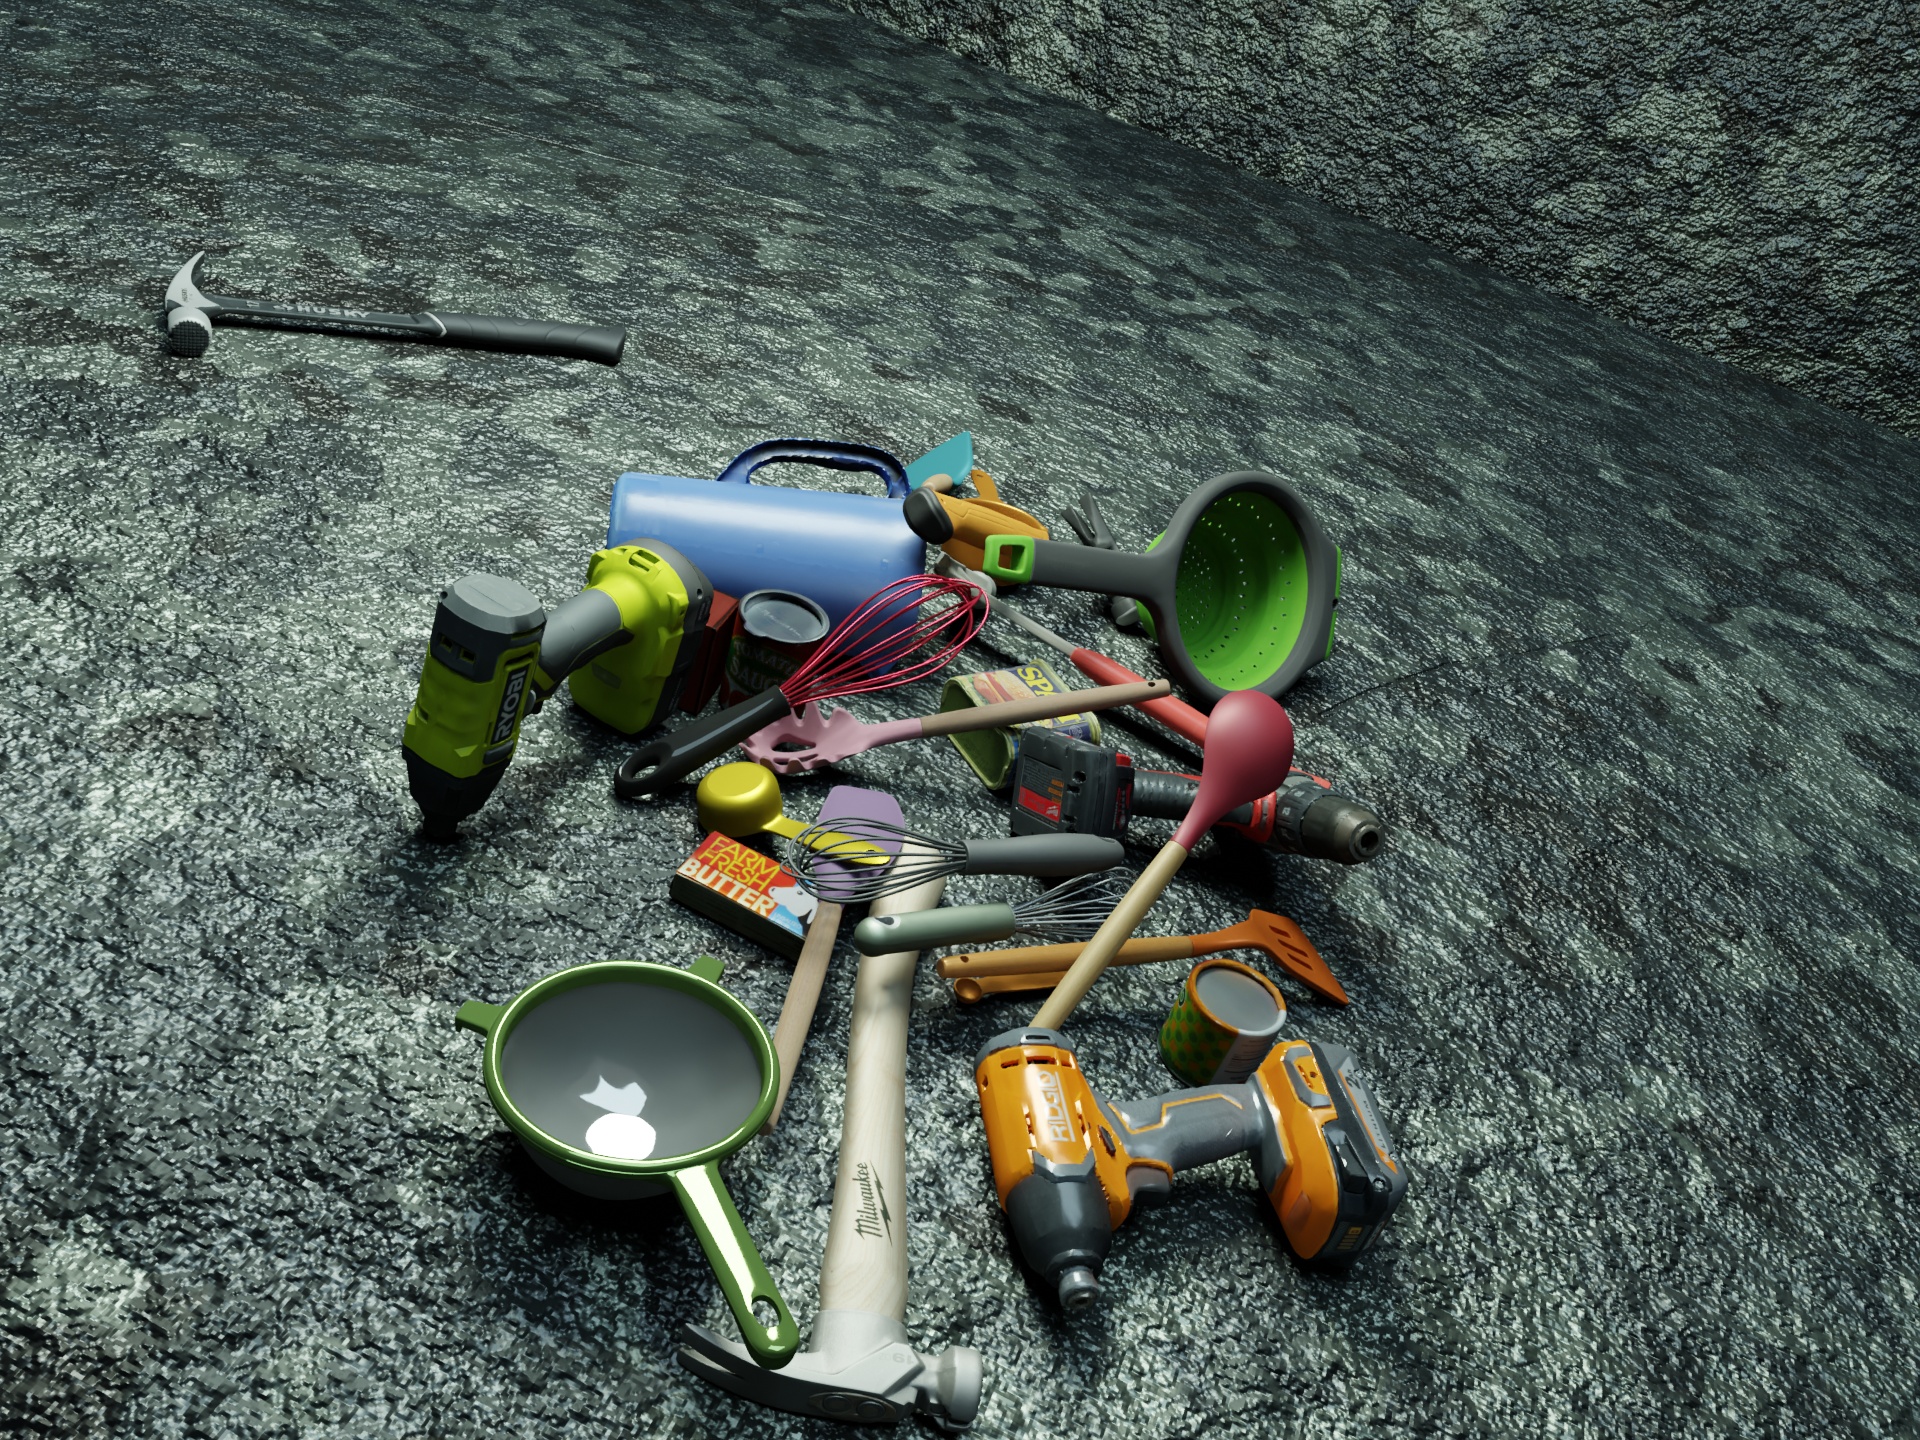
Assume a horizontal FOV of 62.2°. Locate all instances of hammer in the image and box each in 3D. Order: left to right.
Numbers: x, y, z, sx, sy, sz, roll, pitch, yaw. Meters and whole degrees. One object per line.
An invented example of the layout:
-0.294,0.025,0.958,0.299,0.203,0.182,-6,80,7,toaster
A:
-0.511,-0.370,1.474,0.408,0.036,0.149,-1,39,-28,hammer
-0.057,0.202,0.916,0.146,0.038,0.411,13,35,-7,hammer
0.052,-0.153,1.309,0.336,0.034,0.127,6,55,-59,hammer
0.133,-0.029,1.282,0.359,0.036,0.149,33,6,11,hammer

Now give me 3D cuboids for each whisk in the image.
-0.107,-0.024,1.106,0.296,0.073,0.073,-29,53,-17,whisk
0.000,0.086,0.998,0.238,0.055,0.055,1,39,-27,whisk
0.032,0.128,1.013,0.246,0.059,0.058,-1,17,-41,whisk

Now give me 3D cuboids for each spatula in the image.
-0.082,0.131,0.967,0.060,0.018,0.316,10,33,3,spatula
-0.023,-0.214,1.384,0.044,0.082,0.317,59,7,-7,spatula
0.126,0.158,1.046,0.322,0.041,0.081,0,40,-29,spatula

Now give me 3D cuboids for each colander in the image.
0.156,-0.118,1.339,0.396,0.204,0.094,4,4,-37,colander

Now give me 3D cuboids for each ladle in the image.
0.123,0.100,1.012,0.069,0.031,0.315,43,70,-8,ladle

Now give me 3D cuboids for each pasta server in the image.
-0.002,-0.004,1.146,0.316,0.040,0.060,-9,51,-7,pasta server

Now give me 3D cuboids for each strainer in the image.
-0.147,0.228,0.797,0.151,0.069,0.257,-7,39,-33,strainer

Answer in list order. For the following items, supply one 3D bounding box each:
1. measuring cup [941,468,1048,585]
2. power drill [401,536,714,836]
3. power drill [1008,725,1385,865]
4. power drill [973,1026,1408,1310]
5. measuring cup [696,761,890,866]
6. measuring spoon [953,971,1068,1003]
0.022,-0.178,1.459,0.095,0.052,0.174,9,28,-13,measuring cup
-0.263,-0.027,1.027,0.080,0.171,0.223,30,27,14,power drill
0.167,0.061,1.123,0.226,0.080,0.188,5,7,-21,power drill
0.128,0.254,0.898,0.226,0.084,0.164,4,38,-14,power drill
-0.109,0.062,1.040,0.157,0.029,0.062,16,38,33,measuring cup
0.044,0.170,1.032,0.117,0.011,0.021,-3,40,-34,measuring spoon
